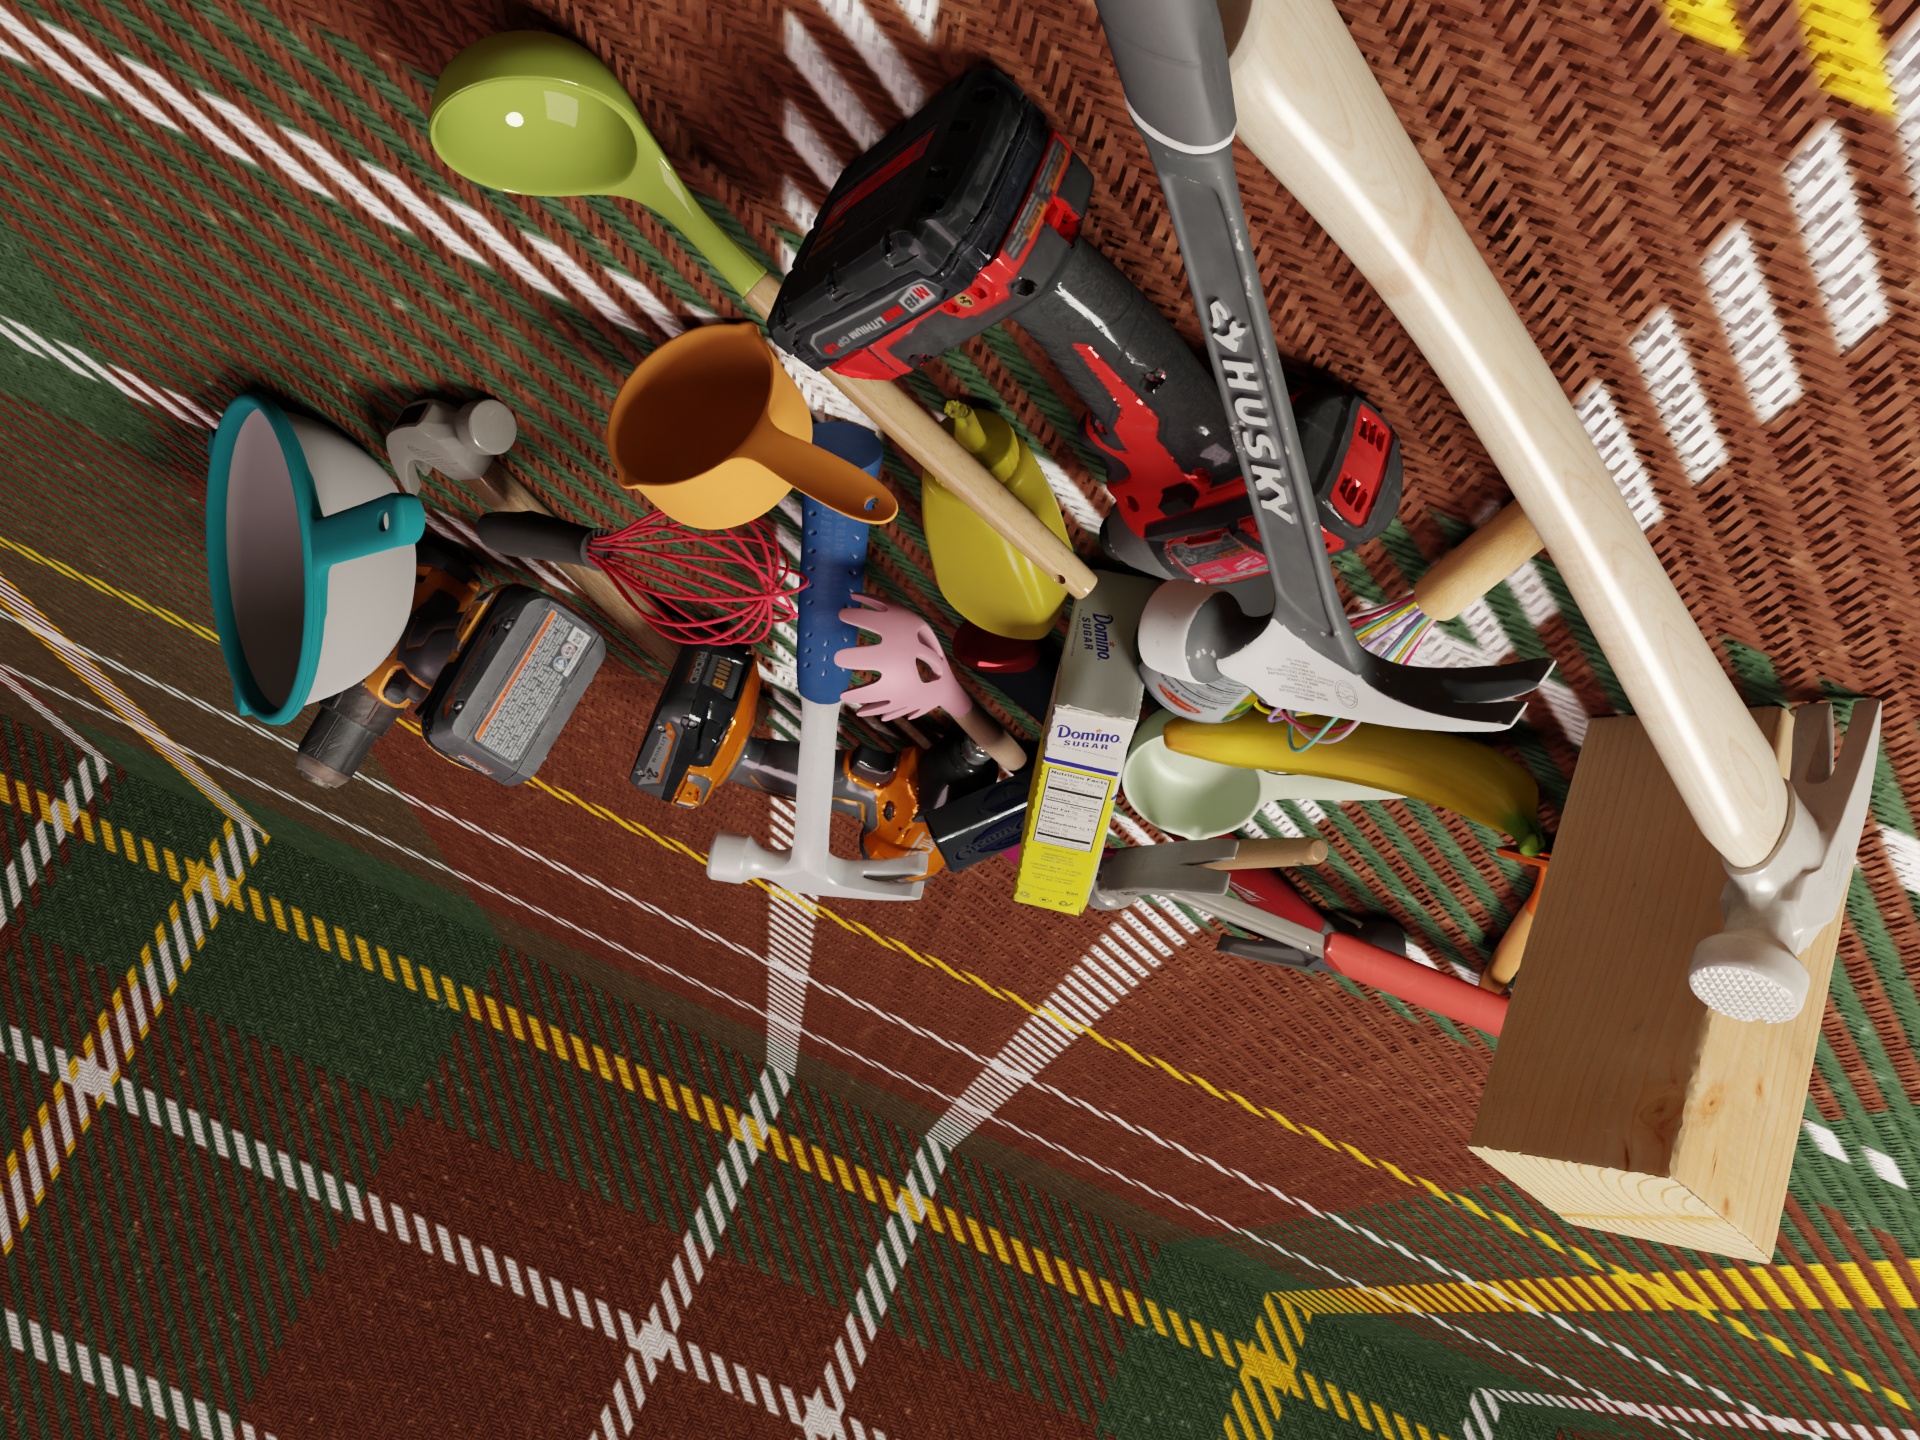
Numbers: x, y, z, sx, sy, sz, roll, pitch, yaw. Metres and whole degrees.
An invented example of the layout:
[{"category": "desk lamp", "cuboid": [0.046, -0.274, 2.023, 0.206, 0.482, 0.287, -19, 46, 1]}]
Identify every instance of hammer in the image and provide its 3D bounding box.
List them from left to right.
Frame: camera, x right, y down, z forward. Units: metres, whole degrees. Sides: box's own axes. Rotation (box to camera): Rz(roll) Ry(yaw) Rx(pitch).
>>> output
[{"category": "hammer", "cuboid": [-0.235, -0.091, 1.031, 0.130, 0.031, 0.331, 6, 152, 39]}, {"category": "hammer", "cuboid": [-0.074, -0.009, 0.910, 0.144, 0.035, 0.405, 9, 143, -1]}, {"category": "hammer", "cuboid": [0.119, 0.055, 0.980, 0.143, 0.038, 0.385, 0, 148, 50]}, {"category": "hammer", "cuboid": [0.067, -0.143, 0.425, 0.149, 0.036, 0.408, 20, 148, 39]}, {"category": "hammer", "cuboid": [0.253, 0.146, 0.942, 0.358, 0.037, 0.149, 23, 163, -20]}, {"category": "hammer", "cuboid": [0.202, -0.079, 0.521, 0.038, 0.146, 0.410, -6, 133, 51]}]

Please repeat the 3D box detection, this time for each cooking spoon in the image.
[{"category": "cooking spoon", "cuboid": [0.114, 0.085, 0.976, 0.068, 0.017, 0.319, 30, 161, -22]}]

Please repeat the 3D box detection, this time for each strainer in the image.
[{"category": "strainer", "cuboid": [-0.373, -0.107, 0.989, 0.095, 0.211, 0.340, -7, -177, -41]}]

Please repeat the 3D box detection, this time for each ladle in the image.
[{"category": "ladle", "cuboid": [-0.068, -0.147, 0.632, 0.320, 0.062, 0.078, 41, 151, -16]}]

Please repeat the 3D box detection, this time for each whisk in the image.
[{"category": "whisk", "cuboid": [-0.181, -0.088, 0.840, 0.296, 0.073, 0.073, 16, 158, 46]}, {"category": "whisk", "cuboid": [0.188, -0.042, 0.677, 0.047, 0.051, 0.245, 30, 155, -3]}]

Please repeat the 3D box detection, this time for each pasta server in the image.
[{"category": "pasta server", "cuboid": [-0.001, -0.003, 0.900, 0.040, 0.060, 0.316, 1, 167, 15]}]

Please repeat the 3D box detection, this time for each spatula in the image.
[{"category": "spatula", "cuboid": [0.325, 0.123, 0.911, 0.081, 0.041, 0.322, 14, 157, 14]}]

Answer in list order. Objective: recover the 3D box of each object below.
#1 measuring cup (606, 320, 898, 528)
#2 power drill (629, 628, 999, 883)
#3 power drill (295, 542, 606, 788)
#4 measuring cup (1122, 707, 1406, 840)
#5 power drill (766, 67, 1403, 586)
[{"category": "measuring cup", "cuboid": [-0.081, -0.112, 0.707, 0.174, 0.095, 0.052, 32, 171, 32]}, {"category": "power drill", "cuboid": [-0.089, 0.024, 1.050, 0.226, 0.084, 0.164, 22, 143, -12]}, {"category": "power drill", "cuboid": [-0.357, -0.021, 1.074, 0.226, 0.185, 0.084, 17, 163, 45]}, {"category": "measuring cup", "cuboid": [0.172, 0.024, 0.860, 0.167, 0.038, 0.083, -1, 129, 14]}, {"category": "power drill", "cuboid": [0.047, -0.125, 0.598, 0.219, 0.079, 0.143, 33, 158, -26]}]
